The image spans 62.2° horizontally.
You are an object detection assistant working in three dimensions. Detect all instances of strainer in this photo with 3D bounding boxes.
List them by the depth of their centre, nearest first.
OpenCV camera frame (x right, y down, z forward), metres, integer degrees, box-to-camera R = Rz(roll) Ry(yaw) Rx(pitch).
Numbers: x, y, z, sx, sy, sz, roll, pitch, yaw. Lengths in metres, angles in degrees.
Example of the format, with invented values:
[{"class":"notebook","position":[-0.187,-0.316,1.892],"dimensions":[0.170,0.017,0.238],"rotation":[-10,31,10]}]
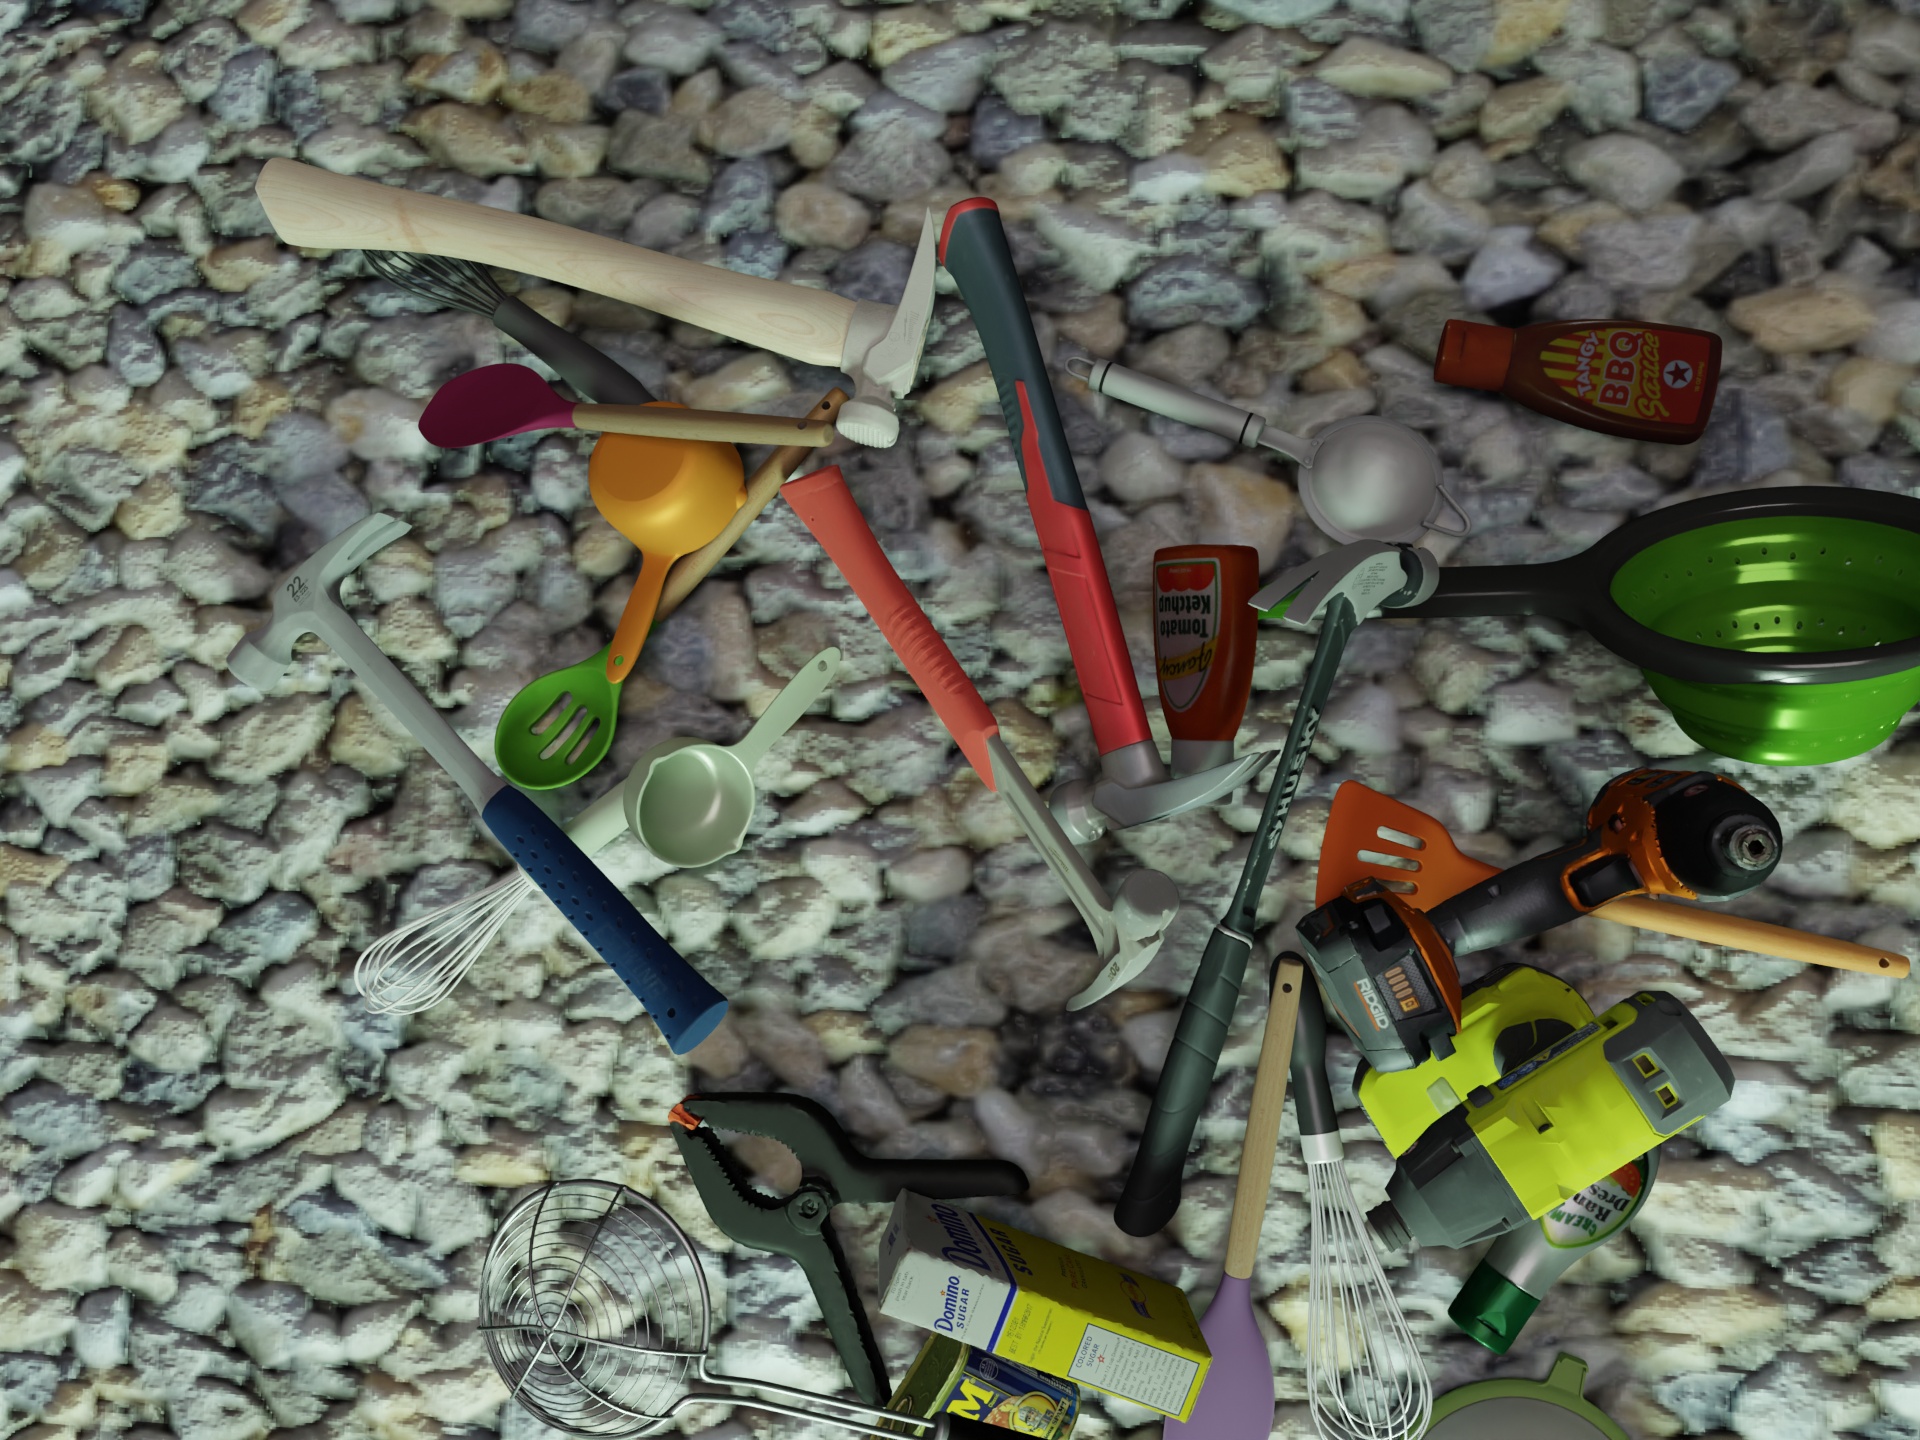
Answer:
[{"class":"strainer","position":[0.332,0.488,0.850],"dimensions":[0.151,0.069,0.256],"rotation":[-30,81,5]},{"class":"strainer","position":[0.179,-0.167,0.932],"dimensions":[0.258,0.050,0.087],"rotation":[23,74,12]}]

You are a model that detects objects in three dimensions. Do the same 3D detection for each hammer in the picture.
[{"class":"hammer","position":[0.151,0.100,0.850],"dimensions":[0.036,0.149,0.408],"rotation":[26,111,33]},{"class":"hammer","position":[0.068,-0.131,0.921],"dimensions":[0.143,0.038,0.386],"rotation":[-23,78,40]},{"class":"hammer","position":[-0.001,-0.003,0.926],"dimensions":[0.036,0.149,0.359],"rotation":[-26,70,-24]},{"class":"hammer","position":[-0.281,0.037,0.952],"dimensions":[0.406,0.035,0.144],"rotation":[43,96,19]},{"class":"hammer","position":[-0.219,-0.285,0.965],"dimensions":[0.410,0.038,0.146],"rotation":[15,81,1]}]

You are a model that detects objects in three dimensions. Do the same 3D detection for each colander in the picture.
[{"class":"colander","position":[0.359,-0.041,0.868],"dimensions":[0.397,0.205,0.094],"rotation":[0,121,24]}]

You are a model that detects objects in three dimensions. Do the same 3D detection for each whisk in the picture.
[{"class":"whisk","position":[0.208,0.272,0.892],"dimensions":[0.070,0.070,0.285],"rotation":[-11,80,8]},{"class":"whisk","position":[-0.271,0.100,0.981],"dimensions":[0.246,0.059,0.057],"rotation":[-37,119,1]},{"class":"whisk","position":[-0.287,-0.256,1.006],"dimensions":[0.239,0.055,0.055],"rotation":[35,92,4]}]

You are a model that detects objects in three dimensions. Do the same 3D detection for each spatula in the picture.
[{"class":"spatula","position":[0.361,0.104,0.886],"dimensions":[0.322,0.041,0.081],"rotation":[11,87,8]},{"class":"spatula","position":[0.162,0.287,0.893],"dimensions":[0.060,0.018,0.316],"rotation":[9,98,12]}]

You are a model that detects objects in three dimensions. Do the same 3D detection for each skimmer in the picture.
[{"class":"skimmer","position":[-0.072,0.341,0.834],"dimensions":[0.363,0.090,0.127],"rotation":[25,97,-23]}]

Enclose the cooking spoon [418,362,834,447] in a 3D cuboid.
[{"class":"cooking spoon","position":[-0.207,-0.179,0.944],"dimensions":[0.319,0.017,0.069],"rotation":[10,64,31]}]

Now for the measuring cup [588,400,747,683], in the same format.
[{"class":"measuring cup","position":[-0.192,-0.110,0.955],"dimensions":[0.095,0.052,0.174],"rotation":[10,74,22]}]

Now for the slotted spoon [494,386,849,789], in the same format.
[{"class":"slotted spoon","position":[-0.173,-0.083,0.985],"dimensions":[0.070,0.031,0.314],"rotation":[41,91,12]}]

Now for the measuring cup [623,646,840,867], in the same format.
[{"class":"measuring cup","position":[-0.136,0.014,0.966],"dimensions":[0.167,0.038,0.083],"rotation":[-49,124,-16]}]

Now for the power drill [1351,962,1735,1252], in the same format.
[{"class":"power drill","position":[0.271,0.193,0.800],"dimensions":[0.171,0.223,0.080],"rotation":[-34,82,5]}]

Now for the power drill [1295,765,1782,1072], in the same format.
[{"class":"power drill","position":[0.292,0.092,0.800],"dimensions":[0.226,0.164,0.084],"rotation":[-26,87,4]}]
